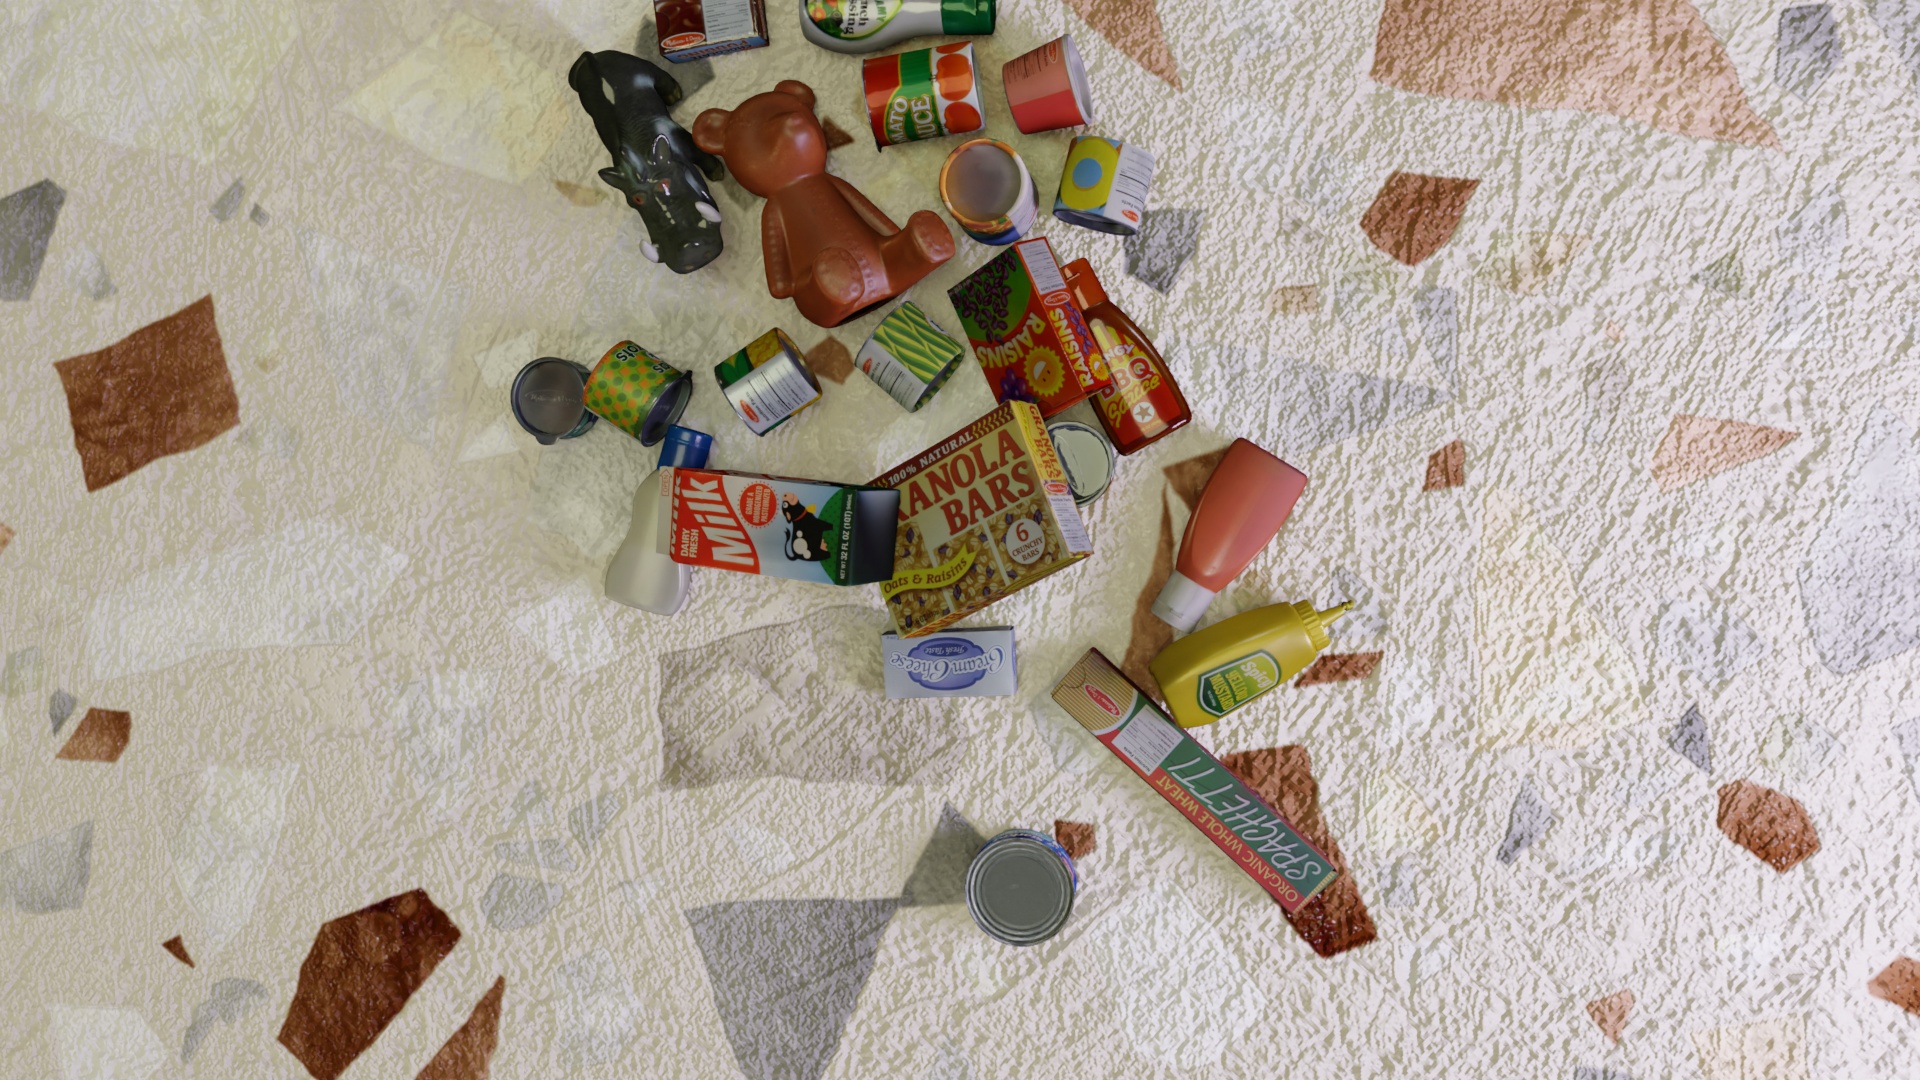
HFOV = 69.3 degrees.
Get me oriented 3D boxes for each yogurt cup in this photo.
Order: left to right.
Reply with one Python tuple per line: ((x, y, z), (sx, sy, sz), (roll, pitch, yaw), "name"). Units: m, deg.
((0.065, -0.339, 1.044), (0.054, 0.072, 0.072), (-13, 91, 17), "yogurt cup")

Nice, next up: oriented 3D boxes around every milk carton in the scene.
((-0.148, -0.014, 1.048), (0.190, 0.073, 0.072), (6, 94, 22), "milk carton")

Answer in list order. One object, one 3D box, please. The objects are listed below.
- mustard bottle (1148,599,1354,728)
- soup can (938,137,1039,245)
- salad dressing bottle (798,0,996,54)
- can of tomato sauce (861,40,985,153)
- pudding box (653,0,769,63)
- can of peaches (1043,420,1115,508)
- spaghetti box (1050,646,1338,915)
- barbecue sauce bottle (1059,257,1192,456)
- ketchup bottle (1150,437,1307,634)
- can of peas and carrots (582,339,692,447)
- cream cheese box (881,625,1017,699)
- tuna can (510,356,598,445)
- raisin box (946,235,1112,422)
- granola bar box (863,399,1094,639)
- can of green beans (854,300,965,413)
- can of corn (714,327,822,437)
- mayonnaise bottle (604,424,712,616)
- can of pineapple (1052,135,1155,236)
((0.222, 0.082, 1.038), (0.160, 0.049, 0.065), (-28, 124, 5), "mustard bottle")
((0.019, -0.261, 1.042), (0.071, 0.084, 0.071), (0, 93, 9), "soup can")
((-0.048, -0.407, 1.067), (0.148, 0.044, 0.064), (2, 94, 8), "salad dressing bottle")
((-0.027, -0.337, 1.054), (0.083, 0.071, 0.071), (-8, 91, 8), "can of tomato sauce")
((-0.196, -0.411, 1.095), (0.084, 0.030, 0.049), (-8, 92, 9), "pudding box")
((0.082, -0.057, 1.054), (0.071, 0.058, 0.071), (0, 93, 8), "can of peaches")
((0.177, 0.183, 1.064), (0.250, 0.029, 0.050), (42, 97, 5), "spaghetti box")
((0.115, -0.141, 1.054), (0.065, 0.044, 0.148), (-29, 88, 10), "barbecue sauce bottle")
((0.197, -0.001, 1.047), (0.065, 0.043, 0.148), (32, 96, 7), "ketchup bottle")
((-0.254, -0.118, 1.096), (0.059, 0.071, 0.071), (32, 97, 6), "can of peas and carrots")
((-0.008, 0.096, 1.090), (0.104, 0.024, 0.053), (-3, 93, 9), "cream cheese box")
((-0.326, -0.112, 1.124), (0.071, 0.033, 0.071), (0, 92, 8), "tuna can")
((0.051, -0.153, 1.043), (0.086, 0.040, 0.123), (-26, 88, 47), "raisin box")
((0.004, -0.013, 1.034), (0.165, 0.039, 0.124), (-28, 74, 31), "granola bar box")
((-0.038, -0.140, 1.064), (0.058, 0.071, 0.071), (41, 97, 4), "can of green beans")
((-0.149, -0.125, 1.083), (0.058, 0.071, 0.071), (-32, 88, 8), "can of corn")
((-0.235, -0.018, 1.111), (0.065, 0.041, 0.148), (17, 93, 0), "mayonnaise bottle")
((0.106, -0.265, 1.039), (0.071, 0.071, 0.058), (15, 94, 7), "can of pineapple")
